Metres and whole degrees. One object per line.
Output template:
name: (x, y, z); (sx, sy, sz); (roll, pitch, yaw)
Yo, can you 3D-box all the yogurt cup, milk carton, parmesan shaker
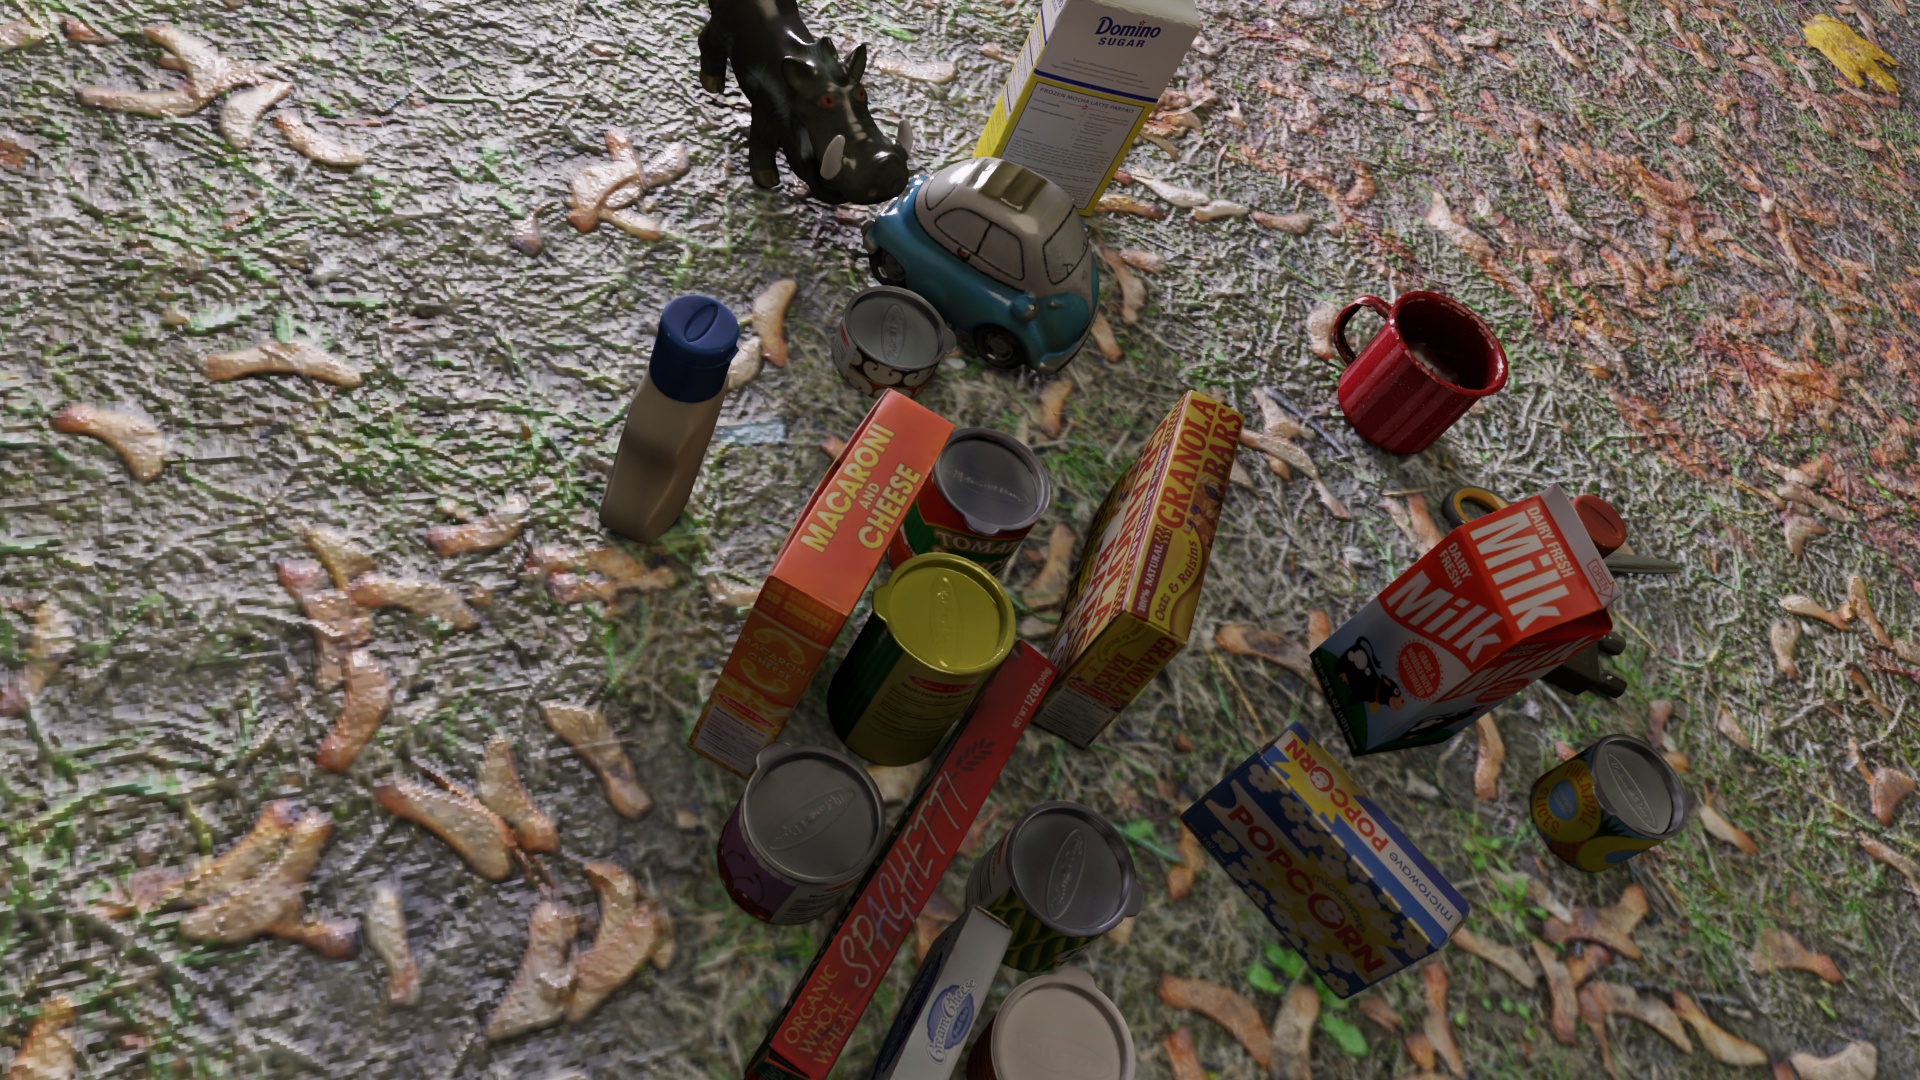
yogurt cup: (0.037, 0.236, 0.622); (0.072, 0.053, 0.073); (12, 53, -16)
milk carton: (0.286, 0.048, 0.776); (0.073, 0.189, 0.072); (-4, 59, -26)
parmesan shaker: (-0.024, 0.060, 0.686); (0.071, 0.102, 0.071); (12, 53, -16)

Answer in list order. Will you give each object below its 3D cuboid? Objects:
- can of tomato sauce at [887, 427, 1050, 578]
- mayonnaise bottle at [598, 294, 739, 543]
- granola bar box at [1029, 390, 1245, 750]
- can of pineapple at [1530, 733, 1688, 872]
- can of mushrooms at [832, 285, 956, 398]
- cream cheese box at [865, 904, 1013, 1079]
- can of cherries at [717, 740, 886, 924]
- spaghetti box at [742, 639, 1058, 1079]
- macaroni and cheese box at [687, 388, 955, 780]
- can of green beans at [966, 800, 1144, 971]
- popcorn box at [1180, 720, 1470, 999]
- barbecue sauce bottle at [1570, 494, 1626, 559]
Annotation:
can of tomato sauce: (0.003, -0.010, 0.760); (0.071, 0.082, 0.071); (12, 53, -16)
mayonnaise bottle: (-0.143, -0.061, 0.689); (0.041, 0.147, 0.065); (28, 51, -4)
granola bar box: (0.096, 0.014, 0.758); (0.039, 0.123, 0.166); (27, 51, -5)
can of pineapple: (0.384, 0.157, 0.829); (0.071, 0.057, 0.071); (12, 53, -16)
can of mushrooms: (-0.041, -0.120, 0.850); (0.071, 0.033, 0.071); (12, 53, -16)
cream cheese box: (-0.014, 0.217, 0.613); (0.024, 0.053, 0.104); (32, 50, -1)
can of cherries: (-0.075, 0.134, 0.641); (0.071, 0.058, 0.072); (12, 53, -16)
spaghetti box: (-0.022, 0.150, 0.659); (0.029, 0.050, 0.251); (34, 50, 1)
macaroni and cheese box: (-0.068, 0.024, 0.652); (0.040, 0.165, 0.124); (30, 50, -3)
can of green beans: (0.042, 0.168, 0.670); (0.071, 0.057, 0.071); (12, 53, -16)
popcorn box: (0.186, 0.166, 0.717); (0.038, 0.084, 0.127); (-32, 74, -37)
barbecue sauce bottle: (0.336, 0.027, 0.840); (0.065, 0.147, 0.044); (45, 52, 10)
